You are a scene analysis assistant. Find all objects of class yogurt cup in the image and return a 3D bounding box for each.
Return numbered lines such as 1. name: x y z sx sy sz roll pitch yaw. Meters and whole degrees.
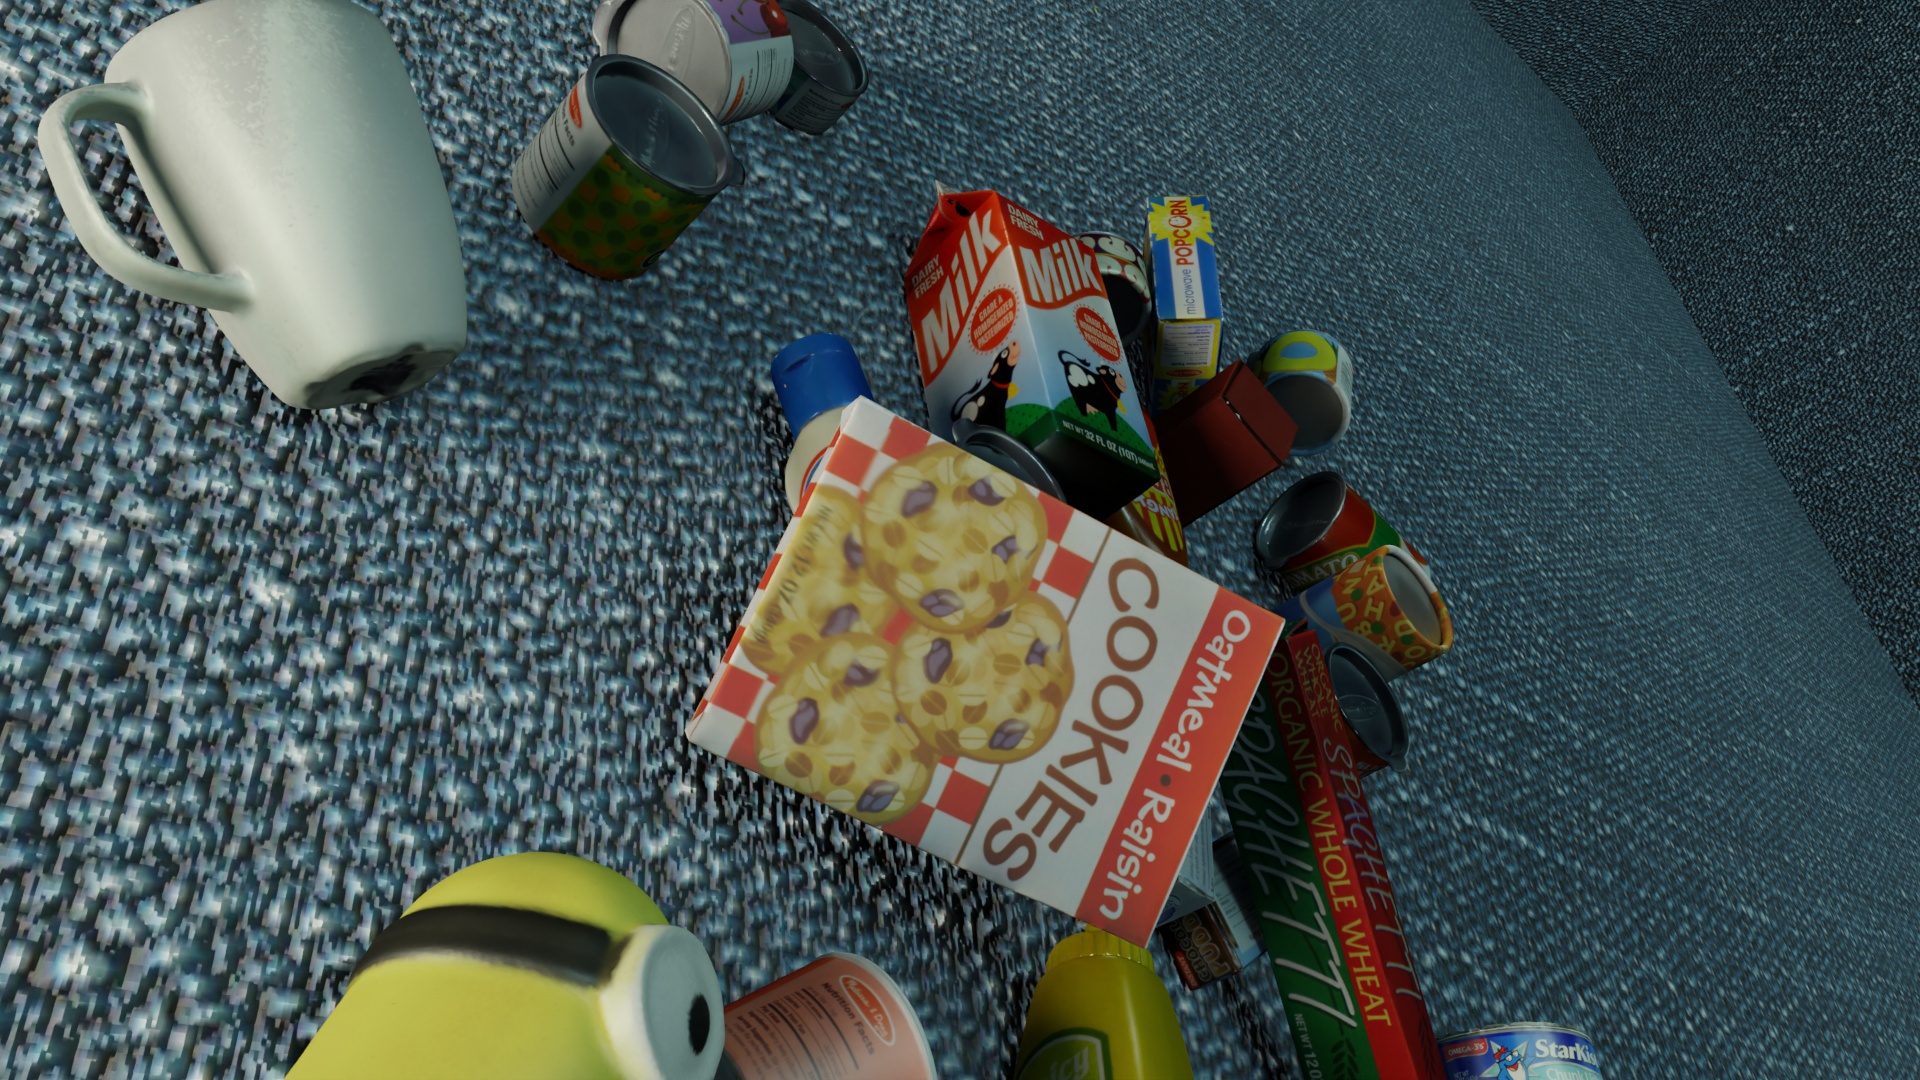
1. yogurt cup: -0.047 0.153 0.379 0.054 0.072 0.072 -4 63 -42

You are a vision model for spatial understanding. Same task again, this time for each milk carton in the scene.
1. milk carton: 0.028 -0.097 0.677 0.072 0.073 0.191 22 45 -38

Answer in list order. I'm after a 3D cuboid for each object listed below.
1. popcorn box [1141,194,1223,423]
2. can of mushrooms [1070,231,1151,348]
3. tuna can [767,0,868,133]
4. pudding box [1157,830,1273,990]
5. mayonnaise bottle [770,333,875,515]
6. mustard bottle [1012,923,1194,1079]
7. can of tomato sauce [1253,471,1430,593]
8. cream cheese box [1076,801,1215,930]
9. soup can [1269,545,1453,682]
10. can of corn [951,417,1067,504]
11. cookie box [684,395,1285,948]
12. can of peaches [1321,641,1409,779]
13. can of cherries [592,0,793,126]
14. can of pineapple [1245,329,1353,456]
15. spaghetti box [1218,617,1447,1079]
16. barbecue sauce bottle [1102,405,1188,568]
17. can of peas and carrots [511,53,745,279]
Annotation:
1. popcorn box: 0.128 -0.133 0.817 0.038 0.084 0.127 0 46 4
2. can of mushrooms: 0.070 -0.135 0.768 0.071 0.070 0.033 28 43 -33
3. tuna can: -0.084 -0.247 0.714 0.071 0.032 0.071 31 40 -30
4. pudding box: 0.118 0.155 0.599 0.084 0.030 0.050 -9 66 -53
5. mayonnaise bottle: -0.036 -0.013 0.540 0.041 0.064 0.148 31 32 -59
6. mustard bottle: 0.046 0.183 0.465 0.048 0.065 0.161 43 28 -25
7. can of tomato sauce: 0.226 0.011 0.822 0.083 0.071 0.071 39 36 -21
8. cream cheese box: 0.076 0.108 0.570 0.024 0.053 0.104 37 37 -25
9. soup can: 0.214 0.052 0.756 0.071 0.083 0.072 30 41 -30
10. can of corn: 0.002 -0.007 0.581 0.071 0.058 0.071 30 41 -30
11. cookie box: 0.011 0.046 0.469 0.167 0.040 0.123 27 81 -11
12. can of peaches: 0.185 0.096 0.706 0.071 0.058 0.071 31 40 -30
13. can of cherries: -0.118 -0.219 0.620 0.071 0.071 0.059 50 34 -5
14. can of pineapple: 0.222 -0.097 0.916 0.071 0.070 0.058 43 35 -15
15. spaghetti box: 0.150 0.158 0.563 0.029 0.050 0.250 -10 84 -54
16. barbecue sauce bottle: 0.085 -0.003 0.688 0.065 0.043 0.149 20 47 -40
17. can of peas and carrots: -0.130 -0.144 0.546 0.071 0.058 0.071 31 40 -30
